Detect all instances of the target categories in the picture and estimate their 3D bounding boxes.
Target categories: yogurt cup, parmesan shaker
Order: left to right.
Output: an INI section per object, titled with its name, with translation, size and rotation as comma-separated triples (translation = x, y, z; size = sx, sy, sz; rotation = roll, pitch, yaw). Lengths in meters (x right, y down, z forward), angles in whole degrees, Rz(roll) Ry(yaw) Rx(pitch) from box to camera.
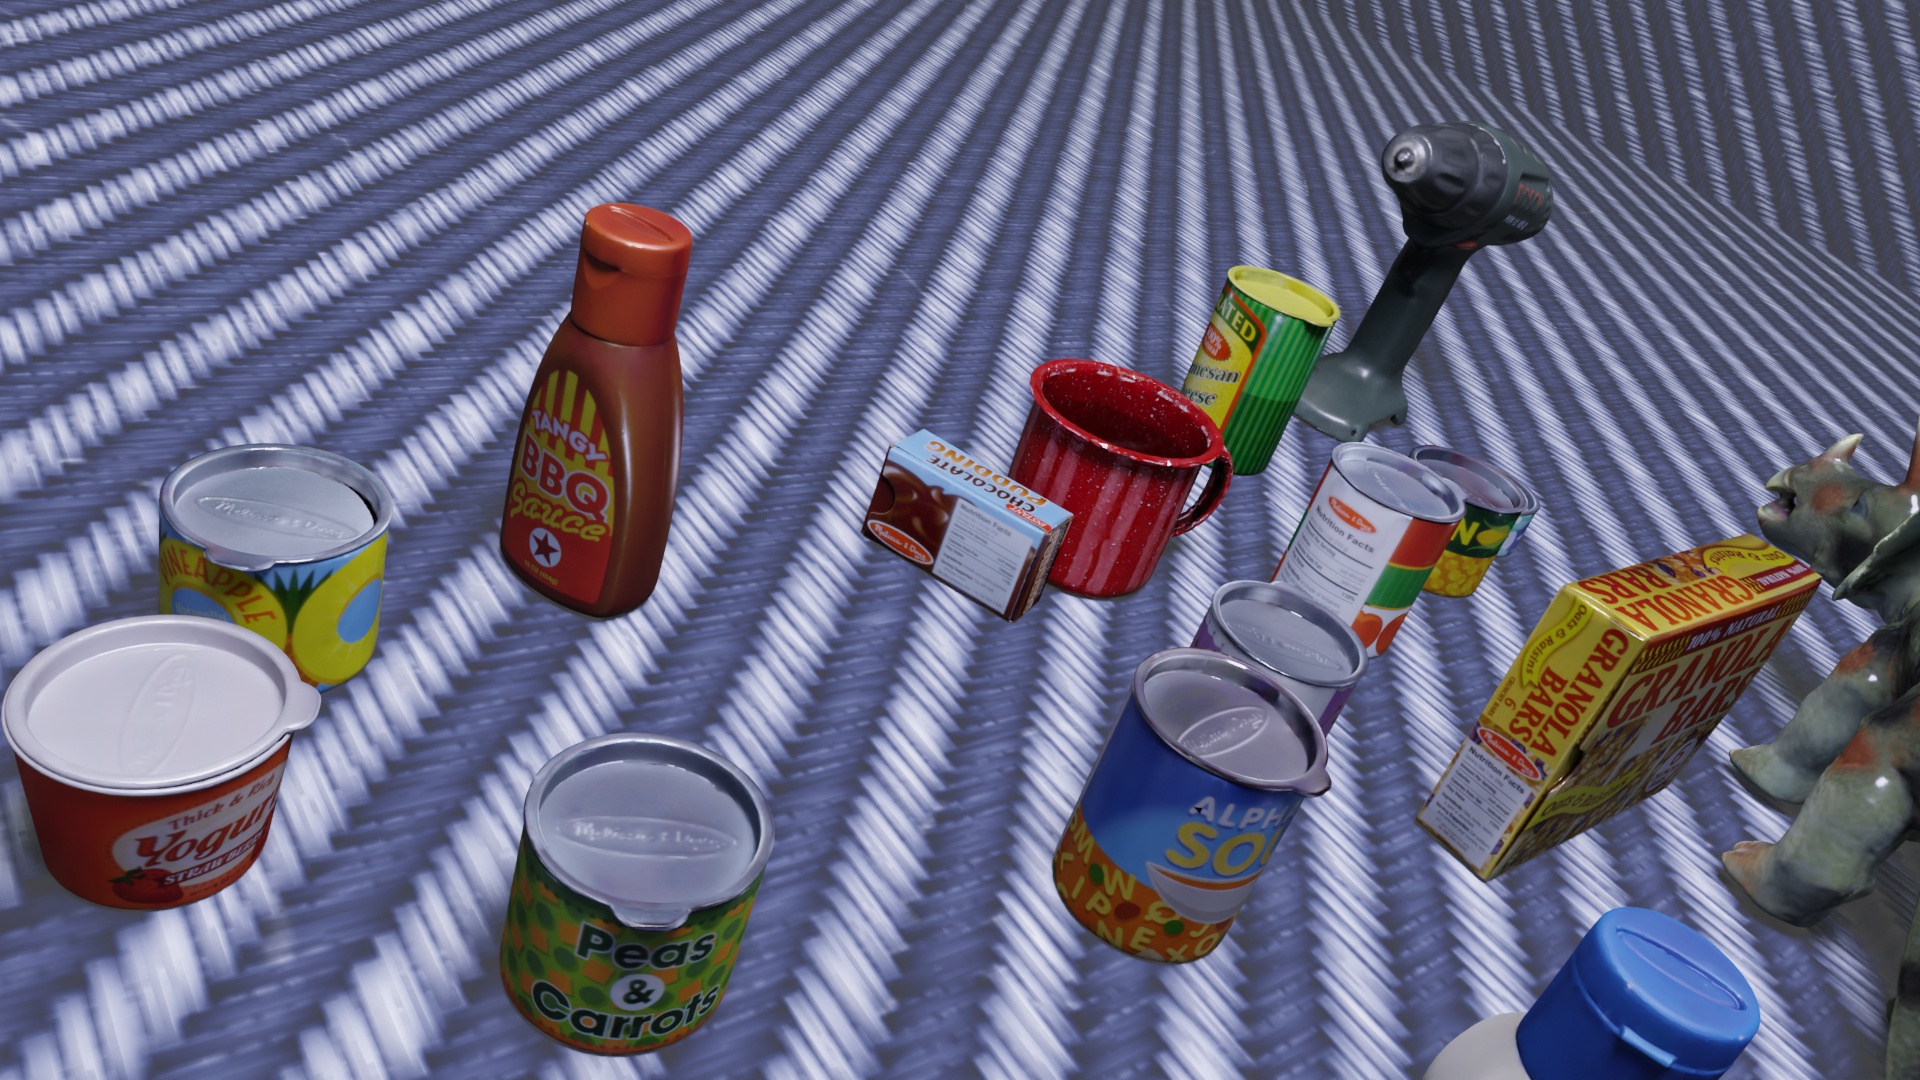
[yogurt cup]
translation = -0.215, 0.061, 0.374
size = 0.072, 0.053, 0.073
rotation = 14, 30, -9
[parmesan shaker]
translation = 0.167, -0.095, 0.796
size = 0.071, 0.102, 0.071
rotation = 14, 30, -9

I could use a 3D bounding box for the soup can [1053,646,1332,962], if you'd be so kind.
[soup can]
translation = 0.076, 0.090, 0.463
size = 0.071, 0.083, 0.072
rotation = 14, 30, -9

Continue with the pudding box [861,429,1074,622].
[pudding box]
translation = 0.002, -0.008, 0.613
size = 0.084, 0.049, 0.030
rotation = 30, 32, 18

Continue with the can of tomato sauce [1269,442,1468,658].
[can of tomato sauce]
translation = 0.195, 0.005, 0.669
size = 0.071, 0.082, 0.071
rotation = 14, 30, -9

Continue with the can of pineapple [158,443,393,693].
[can of pineapple]
translation = -0.222, 0.011, 0.448
size = 0.071, 0.057, 0.071
rotation = 14, 30, -9

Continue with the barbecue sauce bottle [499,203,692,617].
[barbecue sauce bottle]
translation = -0.129, -0.047, 0.504
size = 0.065, 0.147, 0.044
rotation = 31, 32, 19

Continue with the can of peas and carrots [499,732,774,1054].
[can of peas and carrots]
translation = -0.089, 0.098, 0.381
size = 0.071, 0.058, 0.071
rotation = 14, 30, -9

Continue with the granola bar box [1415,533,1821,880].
[granola bar box]
translation = 0.276, 0.065, 0.576
size = 0.166, 0.123, 0.039
rotation = -9, 40, -39

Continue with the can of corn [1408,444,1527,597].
[can of corn]
translation = 0.262, -0.010, 0.756
size = 0.071, 0.058, 0.071
rotation = 14, 30, -9

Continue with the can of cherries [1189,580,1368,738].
[can of cherries]
translation = 0.124, 0.058, 0.568
size = 0.071, 0.058, 0.072
rotation = 14, 30, -9

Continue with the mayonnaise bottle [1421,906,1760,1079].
[mayonnaise bottle]
translation = 0.133, 0.151, 0.332
size = 0.065, 0.147, 0.041
rotation = 31, 32, 20

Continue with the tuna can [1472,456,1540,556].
[tuna can]
translation = 0.304, -0.021, 0.822
size = 0.071, 0.032, 0.071
rotation = 14, 30, -9
